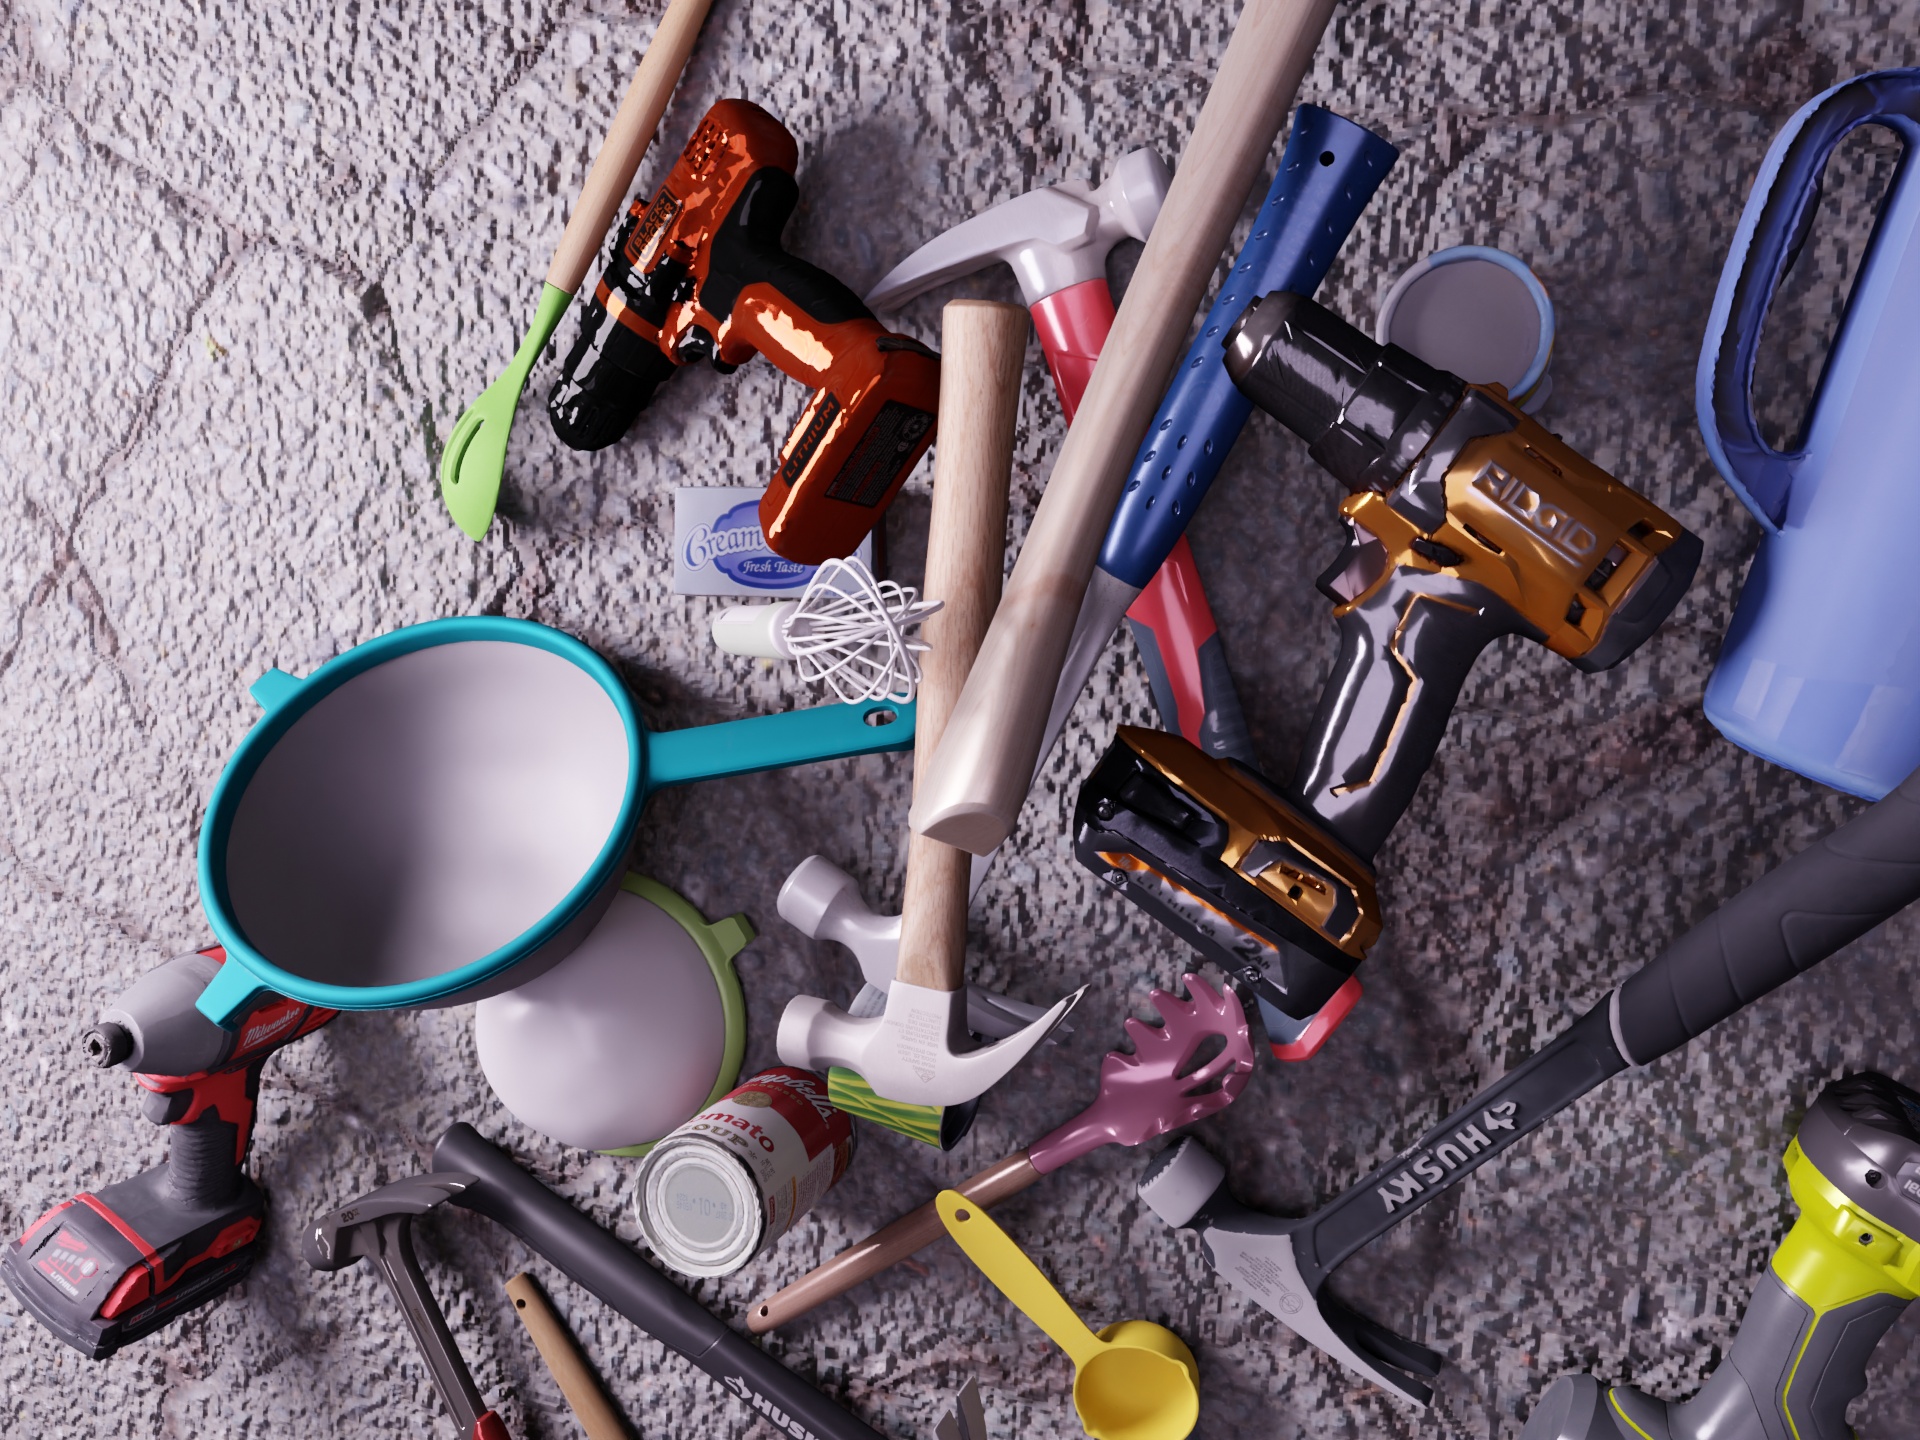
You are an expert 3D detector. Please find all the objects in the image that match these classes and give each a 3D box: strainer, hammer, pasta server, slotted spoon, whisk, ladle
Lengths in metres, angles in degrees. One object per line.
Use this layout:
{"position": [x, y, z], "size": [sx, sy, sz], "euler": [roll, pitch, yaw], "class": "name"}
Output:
{"position": [-0.179, 0.047, 0.762], "size": [0.340, 0.095, 0.211], "euler": [-10, 54, 0], "class": "strainer"}
{"position": [0.078, -0.037, 0.692], "size": [0.143, 0.038, 0.386], "euler": [-18, 90, 21], "class": "hammer"}
{"position": [0.011, 0.216, 0.743], "size": [0.316, 0.040, 0.060], "euler": [-36, 47, 21], "class": "pasta server"}
{"position": [0.237, 0.129, 0.592], "size": [0.149, 0.036, 0.408], "euler": [43, 126, 5], "class": "hammer"}
{"position": [-0.235, 0.137, 0.803], "size": [0.256, 0.069, 0.151], "euler": [18, 101, 15], "class": "strainer"}
{"position": [-0.231, 0.410, 0.835], "size": [0.149, 0.036, 0.359], "euler": [-26, 89, 39], "class": "hammer"}
{"position": [0.068, -0.147, 0.592], "size": [0.038, 0.146, 0.410], "euler": [22, 91, -24], "class": "hammer"}
{"position": [-0.001, -0.002, 0.652], "size": [0.130, 0.031, 0.331], "euler": [9, 99, 22], "class": "hammer"}
{"position": [0.065, -0.048, 0.656], "size": [0.144, 0.035, 0.405], "euler": [32, 107, 16], "class": "hammer"}
{"position": [-0.133, 0.300, 0.790], "size": [0.335, 0.035, 0.146], "euler": [29, 124, 18], "class": "hammer"}
{"position": [-0.182, -0.231, 0.762], "size": [0.313, 0.031, 0.070], "euler": [-62, 35, 10], "class": "slotted spoon"}
{"position": [-0.066, -0.038, 0.659], "size": [0.058, 0.246, 0.059], "euler": [-31, 104, -17], "class": "whisk"}
{"position": [-0.152, 0.428, 0.814], "size": [0.078, 0.062, 0.320], "euler": [-37, 81, 11], "class": "ladle"}

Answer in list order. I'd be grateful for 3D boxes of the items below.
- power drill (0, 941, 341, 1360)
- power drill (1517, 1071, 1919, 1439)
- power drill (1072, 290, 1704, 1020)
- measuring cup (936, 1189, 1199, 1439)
{"position": [-0.414, 0.215, 0.838], "size": [0.078, 0.143, 0.219], "euler": [31, 107, 16], "class": "power drill"}
{"position": [0.352, 0.272, 0.610], "size": [0.190, 0.080, 0.228], "euler": [31, 107, 14], "class": "power drill"}
{"position": [0.129, -0.029, 0.588], "size": [0.185, 0.084, 0.226], "euler": [36, 97, 1], "class": "power drill"}
{"position": [0.048, 0.267, 0.728], "size": [0.156, 0.029, 0.062], "euler": [46, 110, 0], "class": "measuring cup"}
